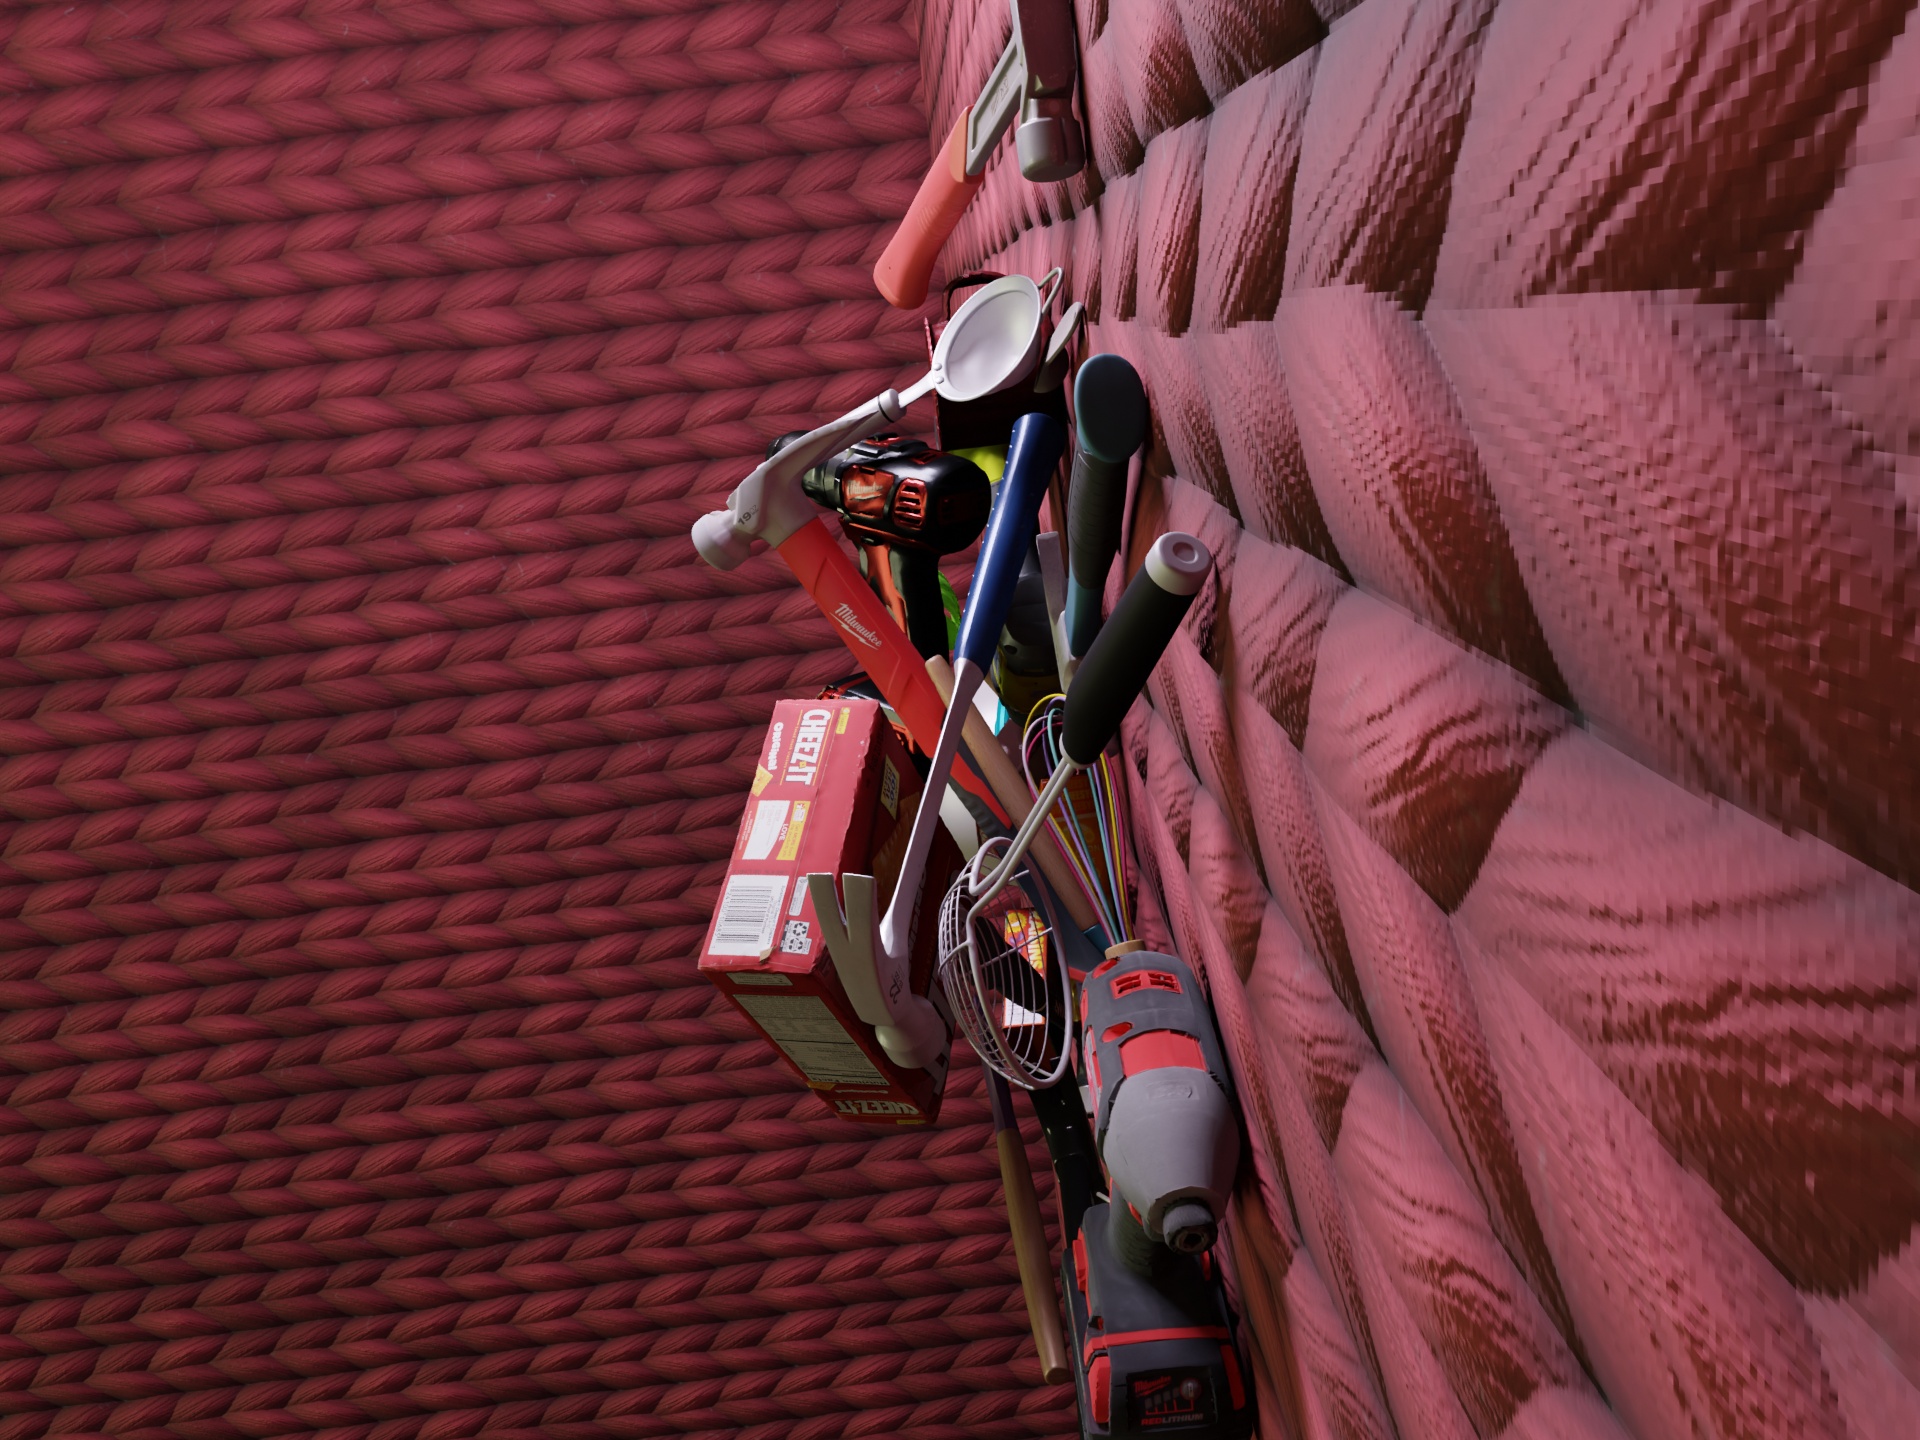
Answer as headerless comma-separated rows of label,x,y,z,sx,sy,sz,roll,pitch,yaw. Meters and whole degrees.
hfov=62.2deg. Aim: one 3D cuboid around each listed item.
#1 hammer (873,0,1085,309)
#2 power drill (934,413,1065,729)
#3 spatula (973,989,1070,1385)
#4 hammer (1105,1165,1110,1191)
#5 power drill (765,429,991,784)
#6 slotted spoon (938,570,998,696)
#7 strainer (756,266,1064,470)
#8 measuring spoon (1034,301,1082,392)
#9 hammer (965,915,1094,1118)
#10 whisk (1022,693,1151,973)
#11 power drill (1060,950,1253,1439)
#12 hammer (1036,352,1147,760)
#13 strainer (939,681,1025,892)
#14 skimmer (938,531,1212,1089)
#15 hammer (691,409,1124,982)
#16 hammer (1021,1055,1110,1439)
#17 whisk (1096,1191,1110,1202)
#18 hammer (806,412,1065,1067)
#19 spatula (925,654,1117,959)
hammer,-0.003,-0.323,0.910,0.359,0.036,0.149,167,95,-77
power drill,0.039,-0.113,1.141,0.190,0.080,0.229,87,173,-71
spatula,0.032,0.259,0.917,0.316,0.018,0.059,-105,-2,-67
hammer,0.122,0.365,1.163,0.130,0.031,0.331,-98,1,-65
power drill,-0.061,-0.084,1.072,0.188,0.080,0.226,22,120,41
slotted spoon,0.025,-0.038,1.242,0.313,0.031,0.070,46,-149,-56
strainer,-0.034,-0.198,0.980,0.050,0.258,0.087,38,-144,-44
measuring spoon,0.061,-0.212,0.901,0.124,0.018,0.034,163,121,-83
hammer,0.061,0.202,1.185,0.408,0.036,0.149,53,-150,-66
whisk,0.079,0.100,0.845,0.051,0.047,0.245,43,-151,-68
power drill,0.089,0.228,0.717,0.143,0.078,0.219,-98,4,-56
hammer,0.067,-0.084,0.817,0.330,0.033,0.128,85,176,-72
strainer,0.005,0.048,1.348,0.340,0.095,0.211,15,-108,-73
skimmer,0.062,0.048,0.705,0.363,0.090,0.127,114,163,-52
hammer,-0.002,-0.003,0.984,0.386,0.143,0.038,54,-154,-4
hammer,0.072,0.327,0.893,0.335,0.035,0.146,-91,-15,-68
whisk,0.110,0.301,0.952,0.058,0.059,0.246,-58,-15,-13
hammer,0.002,-0.022,0.887,0.143,0.035,0.406,67,-148,-49
spatula,0.055,0.104,0.934,0.317,0.044,0.082,59,180,5
